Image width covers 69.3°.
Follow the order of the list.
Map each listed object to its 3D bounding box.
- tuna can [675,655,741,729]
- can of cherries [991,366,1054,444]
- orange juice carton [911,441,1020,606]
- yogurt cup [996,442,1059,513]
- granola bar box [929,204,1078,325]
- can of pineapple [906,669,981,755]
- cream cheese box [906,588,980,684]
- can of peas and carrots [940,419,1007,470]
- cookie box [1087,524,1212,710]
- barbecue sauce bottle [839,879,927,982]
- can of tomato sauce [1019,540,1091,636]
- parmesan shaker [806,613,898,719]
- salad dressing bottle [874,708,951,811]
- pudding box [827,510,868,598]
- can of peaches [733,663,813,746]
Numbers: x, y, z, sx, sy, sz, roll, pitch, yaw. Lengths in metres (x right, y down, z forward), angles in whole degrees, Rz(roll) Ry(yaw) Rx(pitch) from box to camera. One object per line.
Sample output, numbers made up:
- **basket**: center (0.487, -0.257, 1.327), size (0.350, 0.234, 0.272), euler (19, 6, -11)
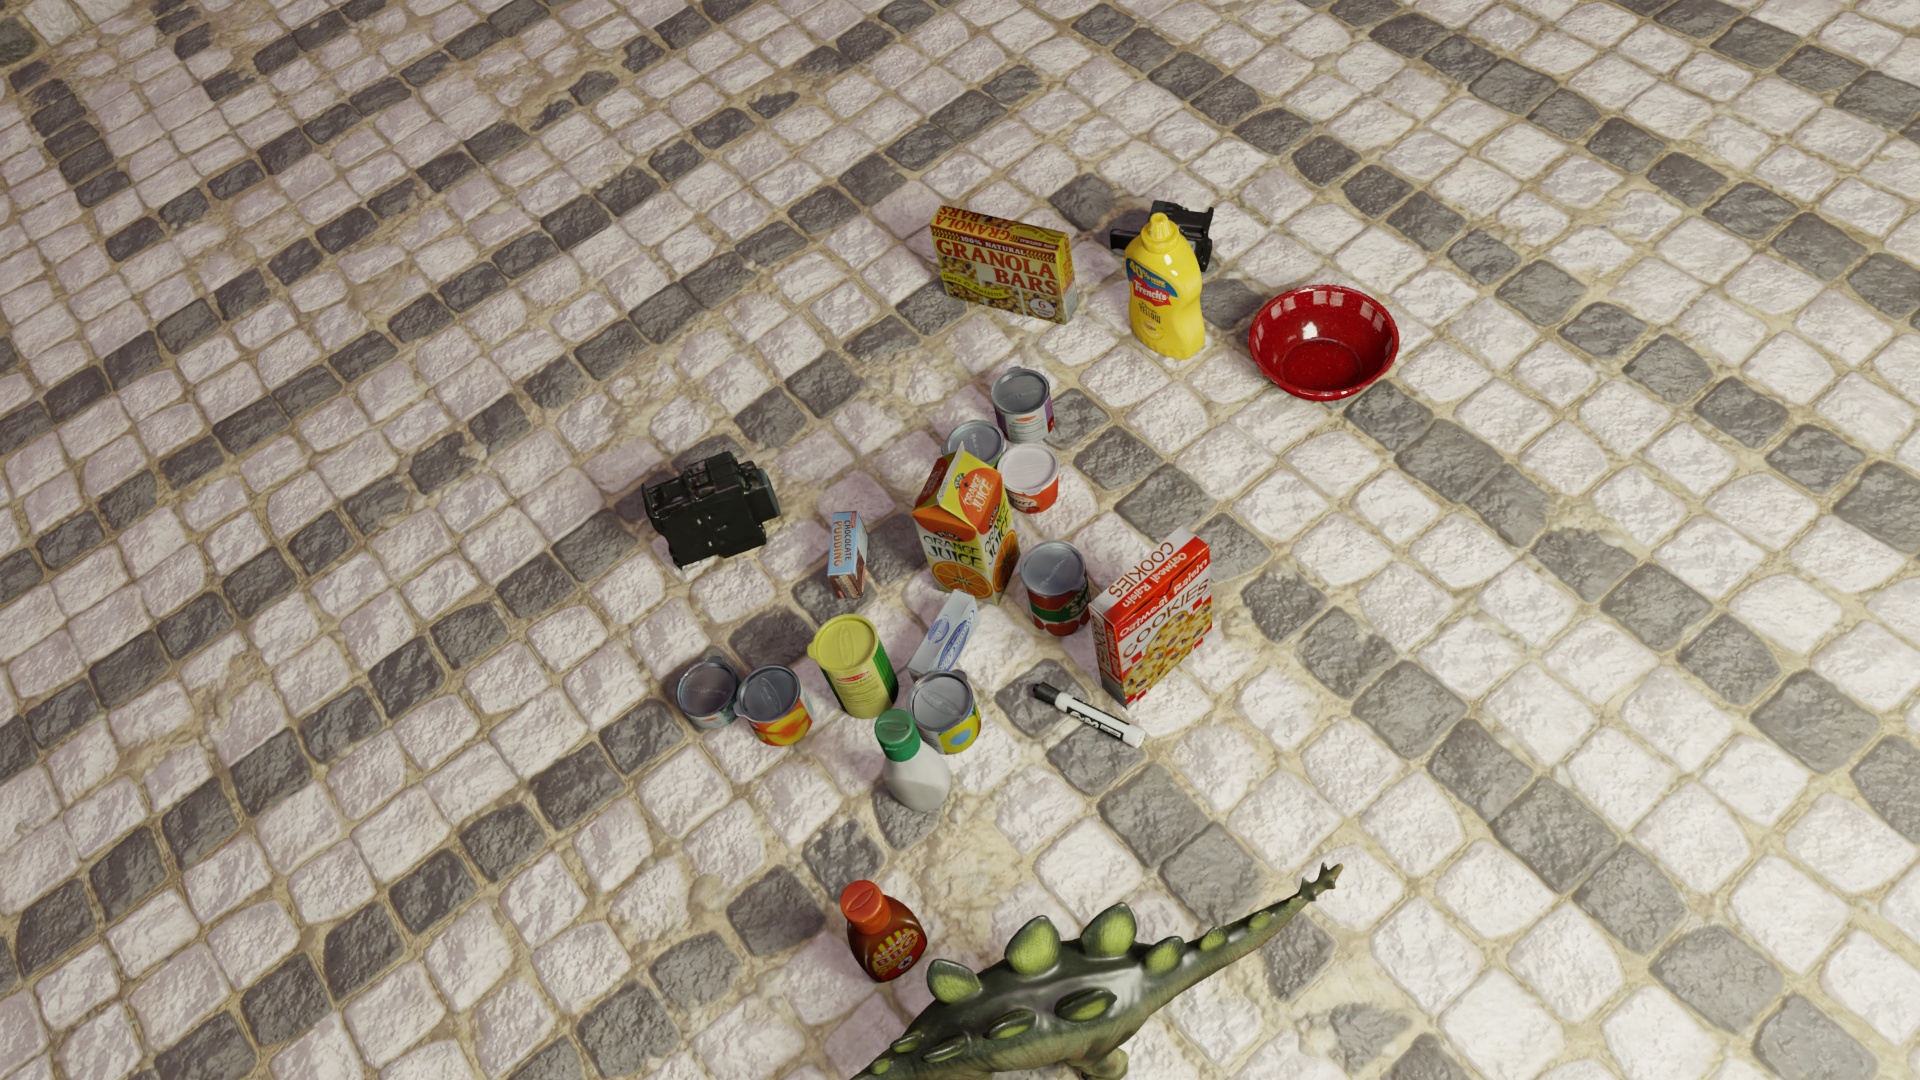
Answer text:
- **tuna can**: center (-0.258, 0.158, 1.442), size (0.071, 0.032, 0.071), euler (-5, 56, 8)
- **can of cherries**: center (0.071, -0.153, 1.572), size (0.071, 0.058, 0.072), euler (-5, 56, 8)
- **orange juice carton**: center (0.005, -0.018, 1.412), size (0.073, 0.191, 0.072), euler (14, 61, 20)
- **yogurt cup**: center (0.077, -0.066, 1.515), size (0.072, 0.053, 0.073), euler (-5, 56, 8)
- **granola bar box**: center (0.052, -0.327, 1.653), size (0.166, 0.123, 0.039), euler (18, 62, 21)
- **can of pineapple**: center (-0.014, 0.170, 1.372), size (0.071, 0.057, 0.071), euler (-5, 56, 8)
- **cream cheese box**: center (-0.016, 0.105, 1.418), size (0.024, 0.053, 0.104), euler (20, 63, 23)
- **can of peas and carrots**: center (0.018, -0.090, 1.540), size (0.071, 0.058, 0.071), euler (-5, 56, 8)
- **cookie box**: center (0.186, 0.076, 1.329), size (0.123, 0.166, 0.040), euler (-40, 58, -15)
- **barbecue sauce bottle**: center (-0.071, 0.338, 1.214), size (0.065, 0.148, 0.044), euler (-37, 58, -14)
- **can of tomato sauce**: center (0.100, 0.050, 1.414), size (0.071, 0.082, 0.071), euler (-5, 56, 8)
- **parmesan shaker**: center (-0.106, 0.128, 1.390), size (0.071, 0.102, 0.071), euler (-5, 56, 8)
- **salad dressing bottle**: center (-0.047, 0.206, 1.299), size (0.064, 0.147, 0.044), euler (5, 58, 14)
- **pudding box**: center (-0.121, 0.015, 1.502), size (0.030, 0.049, 0.084), euler (-4, 56, 8)
- **can of peaches**: center (-0.189, 0.168, 1.407), size (0.071, 0.057, 0.071), euler (-5, 56, 8)
